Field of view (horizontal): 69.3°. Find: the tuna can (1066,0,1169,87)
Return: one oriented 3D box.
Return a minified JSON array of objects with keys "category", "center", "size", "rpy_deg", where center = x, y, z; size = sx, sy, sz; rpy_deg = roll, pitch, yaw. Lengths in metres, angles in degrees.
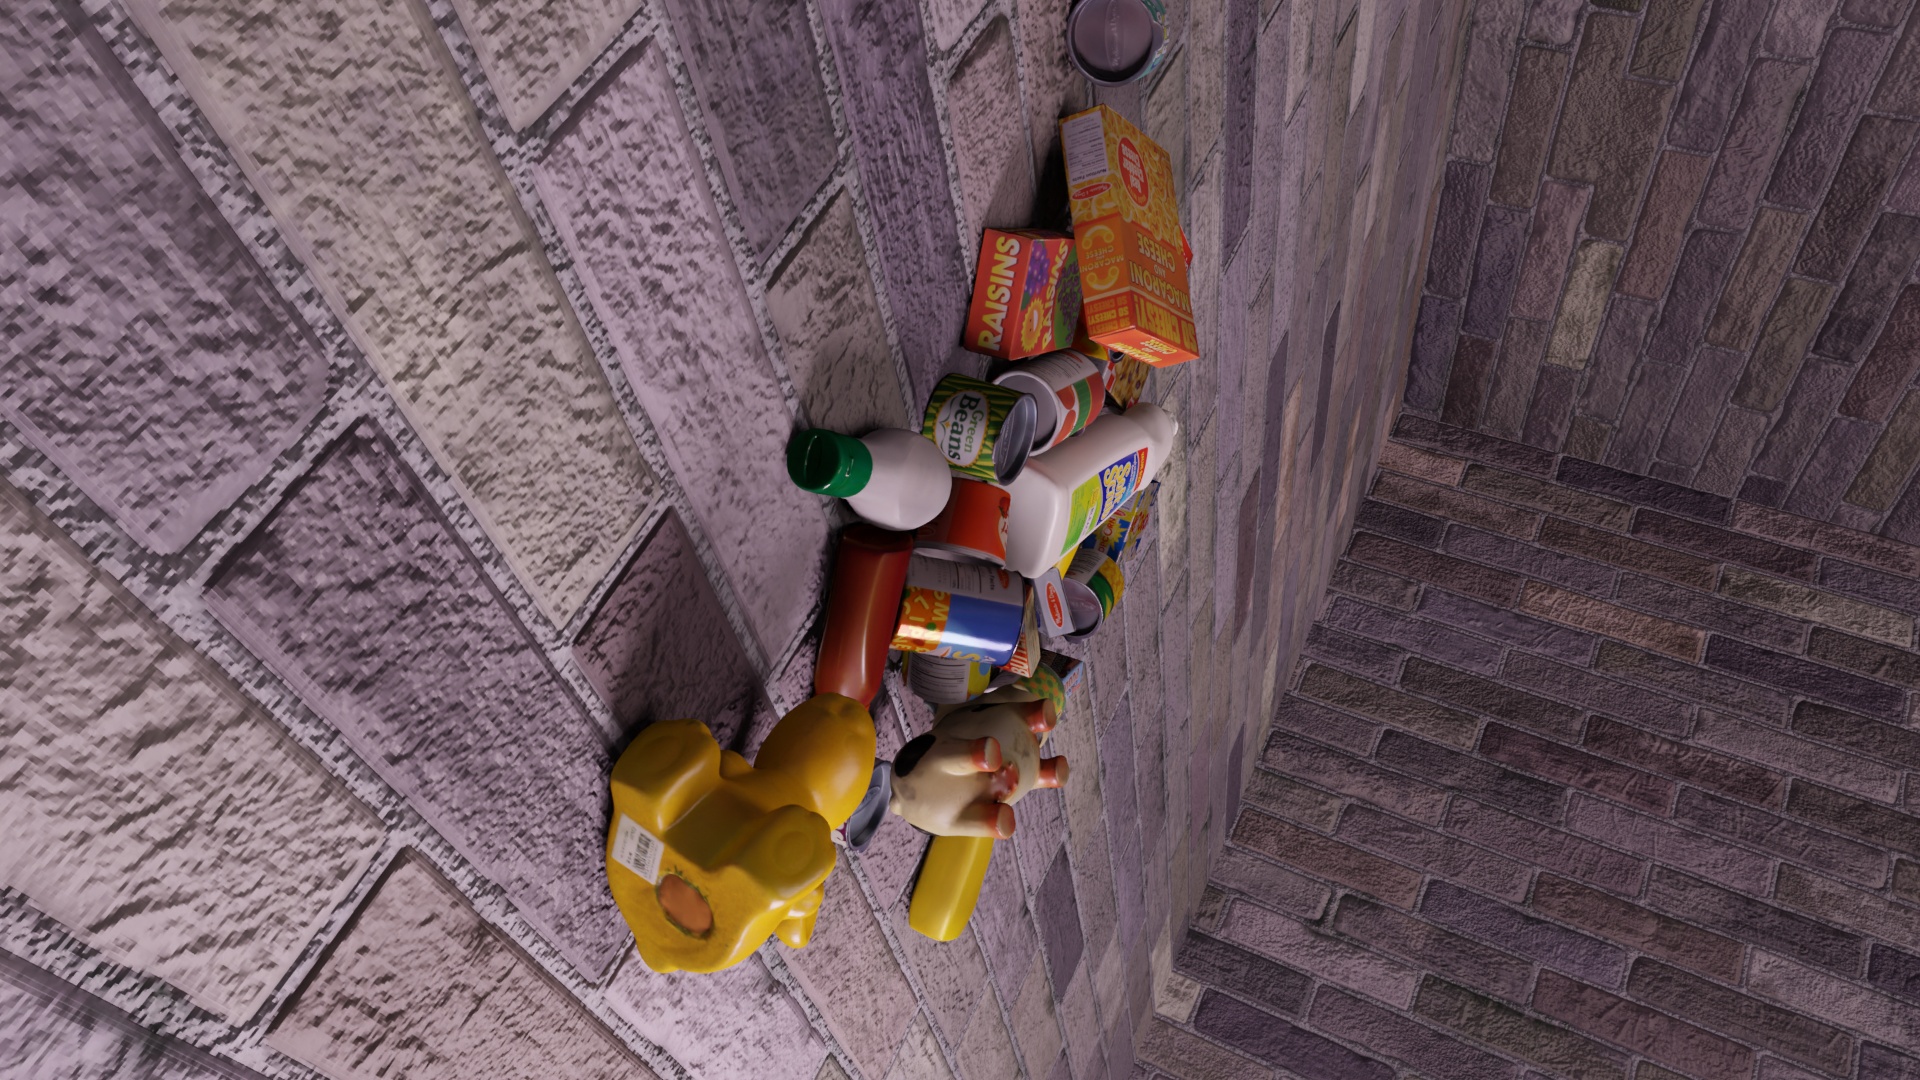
[{"category":"tuna can","center":[0.112,-0.349,0.959],"size":[0.033,0.071,0.070],"rpy_deg":[-44,145,-53]}]

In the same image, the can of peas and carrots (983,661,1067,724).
[{"category":"can of peas and carrots","center":[0.053,0.147,1.214],"size":[0.059,0.071,0.070],"rpy_deg":[-37,140,-55]}]

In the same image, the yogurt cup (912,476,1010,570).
[{"category":"yogurt cup","center":[0.003,-0.012,0.976],"size":[0.072,0.072,0.054],"rpy_deg":[35,66,-68]}]

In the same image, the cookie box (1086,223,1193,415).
[{"category":"cookie box","center":[0.148,-0.202,1.212],"size":[0.167,0.040,0.123],"rpy_deg":[-69,159,-5]}]

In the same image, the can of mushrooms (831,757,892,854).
[{"category":"can of mushrooms","center":[-0.076,0.183,0.974],"size":[0.071,0.033,0.070],"rpy_deg":[-51,151,-44]}]

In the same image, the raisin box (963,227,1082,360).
[{"category":"raisin box","center":[0.049,-0.178,0.988],"size":[0.124,0.040,0.085],"rpy_deg":[-26,131,-63]}]

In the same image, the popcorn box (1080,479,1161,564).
[{"category":"popcorn box","center":[0.158,-0.023,1.358],"size":[0.127,0.038,0.085],"rpy_deg":[-7,118,-75]}]

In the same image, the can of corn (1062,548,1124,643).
[{"category":"can of corn","center":[0.112,0.051,1.286],"size":[0.058,0.071,0.070],"rpy_deg":[-46,147,-50]}]

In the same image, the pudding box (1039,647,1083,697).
[{"category":"pudding box","center":[0.076,0.131,1.287],"size":[0.084,0.050,0.030],"rpy_deg":[-31,133,-59]}]

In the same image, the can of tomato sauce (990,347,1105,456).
[{"category":"can of tomato sauce","center":[0.062,-0.103,1.042],"size":[0.083,0.071,0.071],"rpy_deg":[-34,137,-57]}]

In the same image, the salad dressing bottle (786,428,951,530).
[{"category":"salad dressing bottle","center":[-0.053,-0.041,0.839],"size":[0.148,0.044,0.064],"rpy_deg":[10,91,-67]}]

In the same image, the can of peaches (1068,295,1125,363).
[{"category":"can of peaches","center":[0.104,-0.180,1.094],"size":[0.071,0.058,0.070],"rpy_deg":[-49,150,-43]}]

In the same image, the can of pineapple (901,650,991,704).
[{"category":"can of pineapple","center":[-0.008,0.076,1.012],"size":[0.071,0.071,0.057],"rpy_deg":[-43,145,-52]}]

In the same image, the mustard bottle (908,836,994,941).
[{"category":"mustard bottle","center":[0.001,0.265,1.210],"size":[0.065,0.049,0.160],"rpy_deg":[22,85,-69]}]

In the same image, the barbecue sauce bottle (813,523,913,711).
[{"category":"barbecue sauce bottle","center":[-0.068,0.066,0.887],"size":[0.065,0.044,0.148],"rpy_deg":[-35,139,-72]}]

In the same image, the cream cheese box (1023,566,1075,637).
[{"category":"cream cheese box","center":[0.069,0.048,1.148],"size":[0.104,0.024,0.053],"rpy_deg":[-165,-119,-83]}]

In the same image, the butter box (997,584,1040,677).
[{"category":"butter box","center":[0.035,0.069,1.130],"size":[0.024,0.053,0.103],"rpy_deg":[-59,156,-32]}]

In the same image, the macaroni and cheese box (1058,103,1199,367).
[{"category":"macaroni and cheese box","center":[0.126,-0.220,1.025],"size":[0.124,0.040,0.166],"rpy_deg":[7,74,-59]}]

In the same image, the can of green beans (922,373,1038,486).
[{"category":"can of green beans","center":[0.014,-0.077,0.953],"size":[0.071,0.058,0.071],"rpy_deg":[-51,151,-43]}]

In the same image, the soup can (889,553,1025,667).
[{"category":"soup can","center":[-0.007,0.049,0.938],"size":[0.071,0.084,0.071],"rpy_deg":[-168,-91,-75]}]
